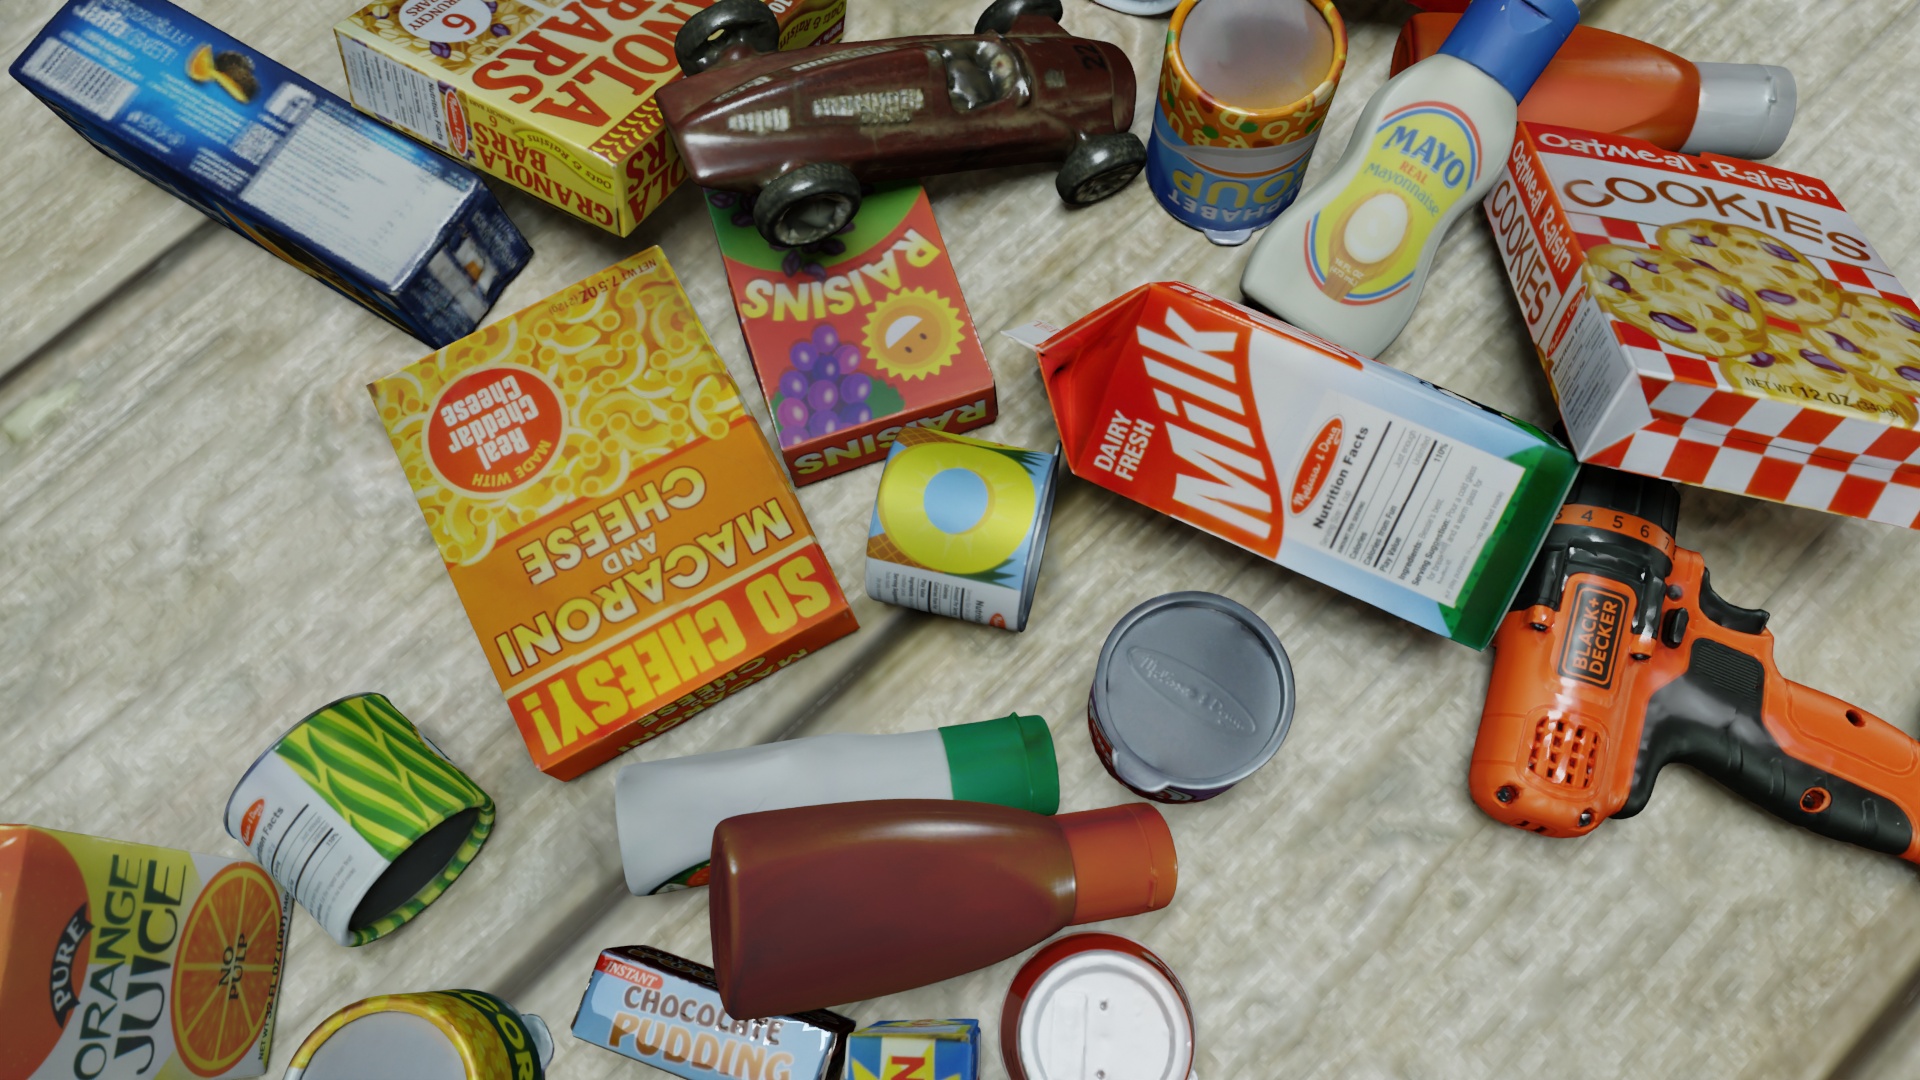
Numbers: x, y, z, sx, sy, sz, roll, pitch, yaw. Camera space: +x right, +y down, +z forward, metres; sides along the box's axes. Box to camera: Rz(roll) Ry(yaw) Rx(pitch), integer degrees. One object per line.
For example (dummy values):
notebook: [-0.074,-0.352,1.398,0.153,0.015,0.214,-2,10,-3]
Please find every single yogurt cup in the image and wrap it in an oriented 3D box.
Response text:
yogurt cup: [0.046,0.162,0.454,0.072,0.053,0.072,-1,72,3]

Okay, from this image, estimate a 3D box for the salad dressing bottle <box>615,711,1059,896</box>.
salad dressing bottle: [-0.041,0.088,0.479,0.148,0.064,0.044,-8,73,-8]

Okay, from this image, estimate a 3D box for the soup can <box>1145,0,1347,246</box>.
soup can: [0.109,-0.166,0.538,0.071,0.083,0.071,-1,73,2]

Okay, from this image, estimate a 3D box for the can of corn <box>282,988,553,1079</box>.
can of corn: [-0.176,0.181,0.454,0.071,0.058,0.071,-1,73,2]

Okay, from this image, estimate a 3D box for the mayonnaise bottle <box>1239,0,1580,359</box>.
mayonnaise bottle: [0.170,-0.140,0.521,0.065,0.041,0.147,35,102,3]

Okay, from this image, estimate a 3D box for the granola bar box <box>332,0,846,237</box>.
granola bar box: [-0.138,-0.201,0.551,0.124,0.038,0.166,27,53,9]

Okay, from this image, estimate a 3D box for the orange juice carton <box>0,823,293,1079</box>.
orange juice carton: [-0.279,0.124,0.406,0.073,0.192,0.072,0,72,2]

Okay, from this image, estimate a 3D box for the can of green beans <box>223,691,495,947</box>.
can of green beans: [-0.205,0.096,0.478,0.058,0.071,0.071,39,78,12]

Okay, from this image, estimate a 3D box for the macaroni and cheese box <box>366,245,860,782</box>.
macaroni and cheese box: [-0.130,-0.012,0.522,0.124,0.040,0.167,-28,73,-6]

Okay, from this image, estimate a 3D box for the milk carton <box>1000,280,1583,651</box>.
milk carton: [0.107,-0.039,0.492,0.191,0.072,0.073,24,106,9]

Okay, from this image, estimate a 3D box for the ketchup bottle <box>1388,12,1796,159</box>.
ketchup bottle: [0.250,-0.175,0.556,0.149,0.043,0.065,4,79,3]

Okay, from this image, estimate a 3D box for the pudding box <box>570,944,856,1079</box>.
pudding box: [-0.080,0.162,0.461,0.084,0.049,0.030,17,76,8]

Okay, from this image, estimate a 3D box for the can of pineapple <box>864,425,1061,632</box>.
can of pineapple: [0.002,-0.006,0.502,0.058,0.071,0.071,12,74,6]

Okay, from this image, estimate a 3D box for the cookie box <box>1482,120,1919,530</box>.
cookie box: [0.261,-0.082,0.481,0.123,0.040,0.168,11,43,-2]

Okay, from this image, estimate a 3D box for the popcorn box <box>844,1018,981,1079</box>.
popcorn box: [-0.015,0.214,0.423,0.038,0.085,0.127,1,73,4]

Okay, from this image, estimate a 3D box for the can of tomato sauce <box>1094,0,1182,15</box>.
can of tomato sauce: [0.083,-0.274,0.583,0.071,0.071,0.083,21,76,9]

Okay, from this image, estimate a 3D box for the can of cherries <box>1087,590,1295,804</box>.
can of cherries: [0.076,0.058,0.483,0.071,0.058,0.071,0,74,1]

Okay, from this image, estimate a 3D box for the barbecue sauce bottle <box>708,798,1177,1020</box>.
barbecue sauce bottle: [-0.004,0.112,0.447,0.149,0.044,0.064,-4,114,-19]

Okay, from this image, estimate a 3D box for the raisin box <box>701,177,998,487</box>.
raisin box: [-0.044,-0.094,0.545,0.086,0.040,0.123,-18,72,-4]
